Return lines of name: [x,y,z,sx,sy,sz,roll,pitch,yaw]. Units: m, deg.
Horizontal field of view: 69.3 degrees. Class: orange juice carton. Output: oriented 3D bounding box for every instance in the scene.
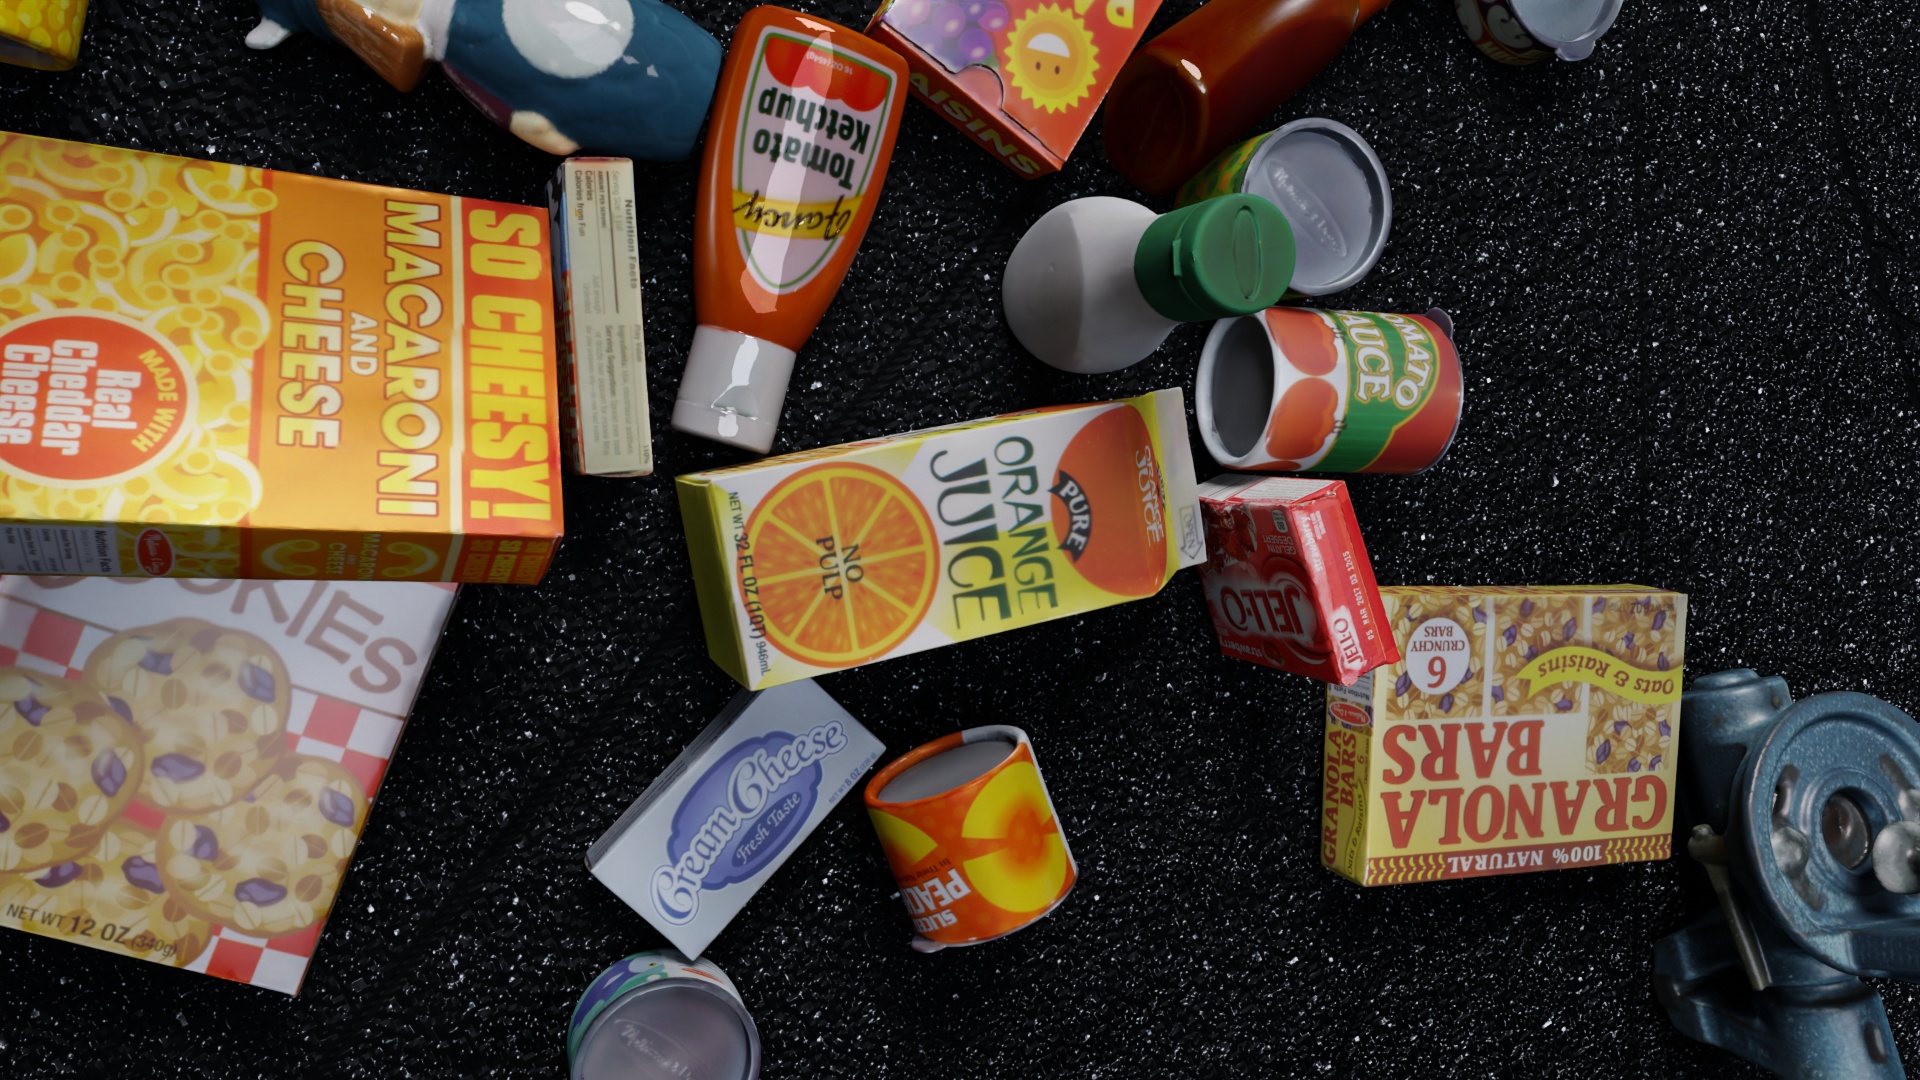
orange juice carton: [0.002,-0.006,0.506,0.193,0.073,0.071,-12,98,-19]

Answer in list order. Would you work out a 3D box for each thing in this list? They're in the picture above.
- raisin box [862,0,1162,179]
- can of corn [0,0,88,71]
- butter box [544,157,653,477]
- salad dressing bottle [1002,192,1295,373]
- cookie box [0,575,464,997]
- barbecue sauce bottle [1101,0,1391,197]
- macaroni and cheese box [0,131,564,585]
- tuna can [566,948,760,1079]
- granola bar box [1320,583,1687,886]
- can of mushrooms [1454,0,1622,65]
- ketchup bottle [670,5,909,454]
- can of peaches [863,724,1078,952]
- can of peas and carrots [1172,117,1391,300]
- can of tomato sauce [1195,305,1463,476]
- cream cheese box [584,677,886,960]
raisin box: [0.030,-0.211,0.519,0.086,0.040,0.123,33,84,-19]
can of corn: [-0.283,-0.173,0.397,0.071,0.071,0.058,11,91,-20]
butter box: [-0.123,-0.073,0.468,0.024,0.053,0.103,-5,96,-22]
salad dressing bottle: [0.060,-0.091,0.481,0.044,0.147,0.064,-5,97,-19]
cookie box: [-0.240,0.045,0.442,0.123,0.040,0.167,22,86,-20]
barbecue sauce bottle: [0.117,-0.192,0.534,0.044,0.064,0.149,42,63,11]
macaroni and cheese box: [-0.208,-0.051,0.412,0.167,0.040,0.124,3,64,-26]
tuna can: [-0.110,0.186,0.502,0.071,0.033,0.071,-2,94,-19]
granola bar box: [0.240,0.082,0.615,0.166,0.039,0.124,1,93,-20]
can of mushrooms: [0.249,-0.238,0.597,0.071,0.033,0.071,-2,94,-20]
ketchup bottle: [-0.066,-0.106,0.491,0.065,0.043,0.148,15,89,-20]
can of peaches: [0.002,0.109,0.518,0.071,0.071,0.058,-23,101,-16]
can of peas and carrots: [0.124,-0.126,0.548,0.071,0.059,0.071,-2,95,-19]
can of tomato sauce: [0.146,-0.061,0.555,0.083,0.071,0.071,0,94,-19]
cream cheese box: [-0.082,0.096,0.510,0.053,0.024,0.104,46,79,-15]
